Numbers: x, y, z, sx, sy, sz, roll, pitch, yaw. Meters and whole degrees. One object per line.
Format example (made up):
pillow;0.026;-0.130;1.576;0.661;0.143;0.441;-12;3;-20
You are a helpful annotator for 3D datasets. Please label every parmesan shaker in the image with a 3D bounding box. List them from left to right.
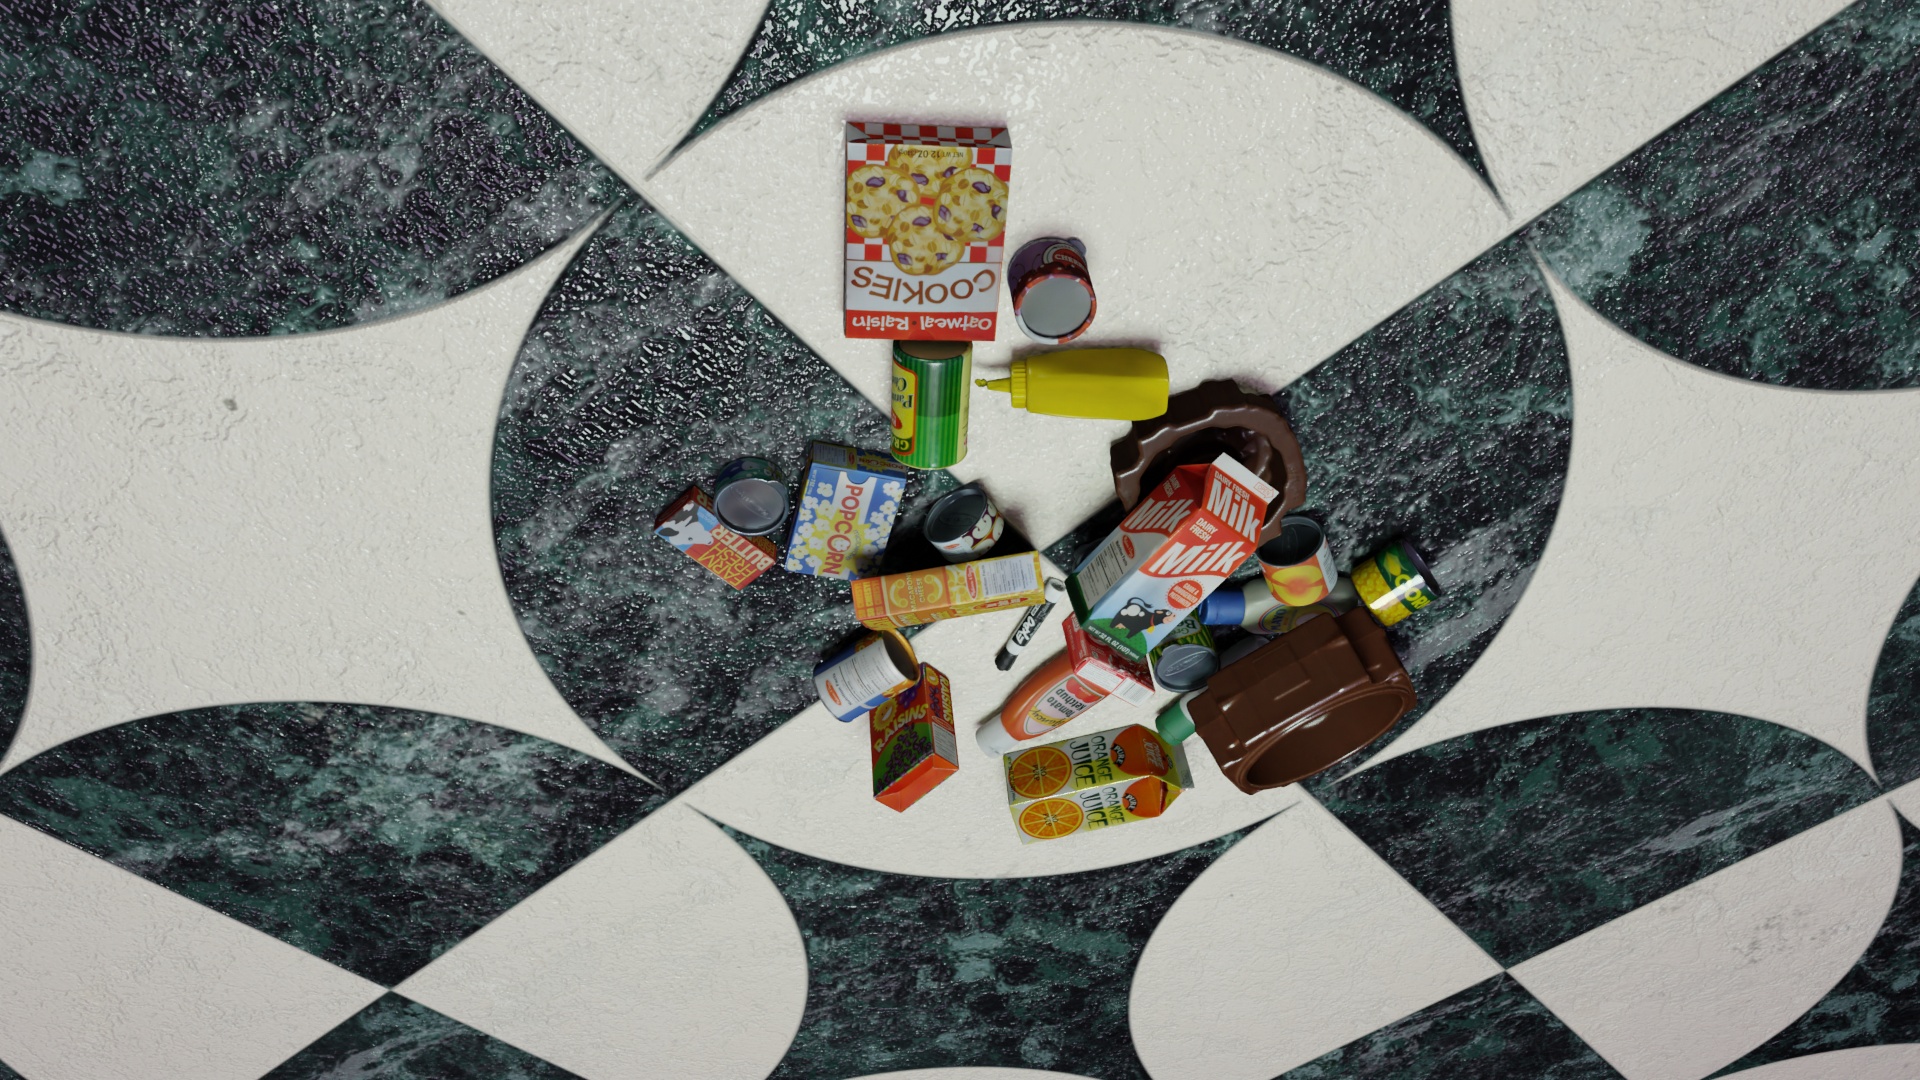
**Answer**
parmesan shaker;-0.025;-0.121;1.153;0.071;0.071;0.102;-1;125;-5

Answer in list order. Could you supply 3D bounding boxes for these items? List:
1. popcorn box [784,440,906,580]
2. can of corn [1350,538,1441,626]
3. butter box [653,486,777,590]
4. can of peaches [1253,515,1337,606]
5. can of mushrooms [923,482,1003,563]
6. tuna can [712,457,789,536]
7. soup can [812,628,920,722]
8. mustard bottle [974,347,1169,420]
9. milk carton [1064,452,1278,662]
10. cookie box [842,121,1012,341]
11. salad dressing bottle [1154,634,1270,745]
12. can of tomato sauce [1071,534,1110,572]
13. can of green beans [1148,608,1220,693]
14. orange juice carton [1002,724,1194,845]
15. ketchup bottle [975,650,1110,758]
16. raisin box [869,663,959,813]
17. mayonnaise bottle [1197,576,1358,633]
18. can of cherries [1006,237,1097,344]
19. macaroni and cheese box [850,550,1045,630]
popcorn box;-0.104;-0.023;1.244;0.085;0.038;0.126;10;128;-12
can of corn;0.416;0.042;1.327;0.058;0.071;0.071;-36;124;23
butter box;-0.221;-0.001;1.259;0.053;0.024;0.103;-37;123;23
can of peaches;0.312;0.020;1.302;0.071;0.071;0.058;-21;129;12
can of mushrooms;0.004;-0.016;1.244;0.071;0.071;0.033;-28;126;16
tuna can;-0.182;-0.040;1.225;0.071;0.033;0.070;-3;130;-3
soup can;-0.090;0.129;1.354;0.083;0.072;0.071;-31;125;18
mustard bottle;0.092;-0.131;1.162;0.160;0.065;0.048;0;124;2
milk carton;0.184;0.008;1.197;0.072;0.074;0.190;32;113;-26
cookie box;-0.029;-0.235;1.076;0.123;0.040;0.166;0;129;-6
salad dressing bottle;0.263;0.156;1.423;0.064;0.044;0.147;24;125;-36
can of tomato sauce;0.148;0.046;1.308;0.071;0.071;0.082;-21;129;11
can of green beans;0.218;0.107;1.368;0.071;0.058;0.071;-3;130;-3
orange juice carton;0.147;0.255;1.475;0.193;0.072;0.072;-13;130;6
ketchup bottle;0.080;0.170;1.417;0.148;0.044;0.064;-38;123;24
raisin box;-0.048;0.193;1.371;0.040;0.124;0.086;35;118;-29
mayonnaise bottle;0.308;0.065;1.353;0.148;0.041;0.064;0;134;-7
can of cherries;0.074;-0.200;1.103;0.071;0.059;0.071;-3;130;-3
macaroni and cheese box;-0.007;0.048;1.265;0.166;0.040;0.123;-10;171;3
